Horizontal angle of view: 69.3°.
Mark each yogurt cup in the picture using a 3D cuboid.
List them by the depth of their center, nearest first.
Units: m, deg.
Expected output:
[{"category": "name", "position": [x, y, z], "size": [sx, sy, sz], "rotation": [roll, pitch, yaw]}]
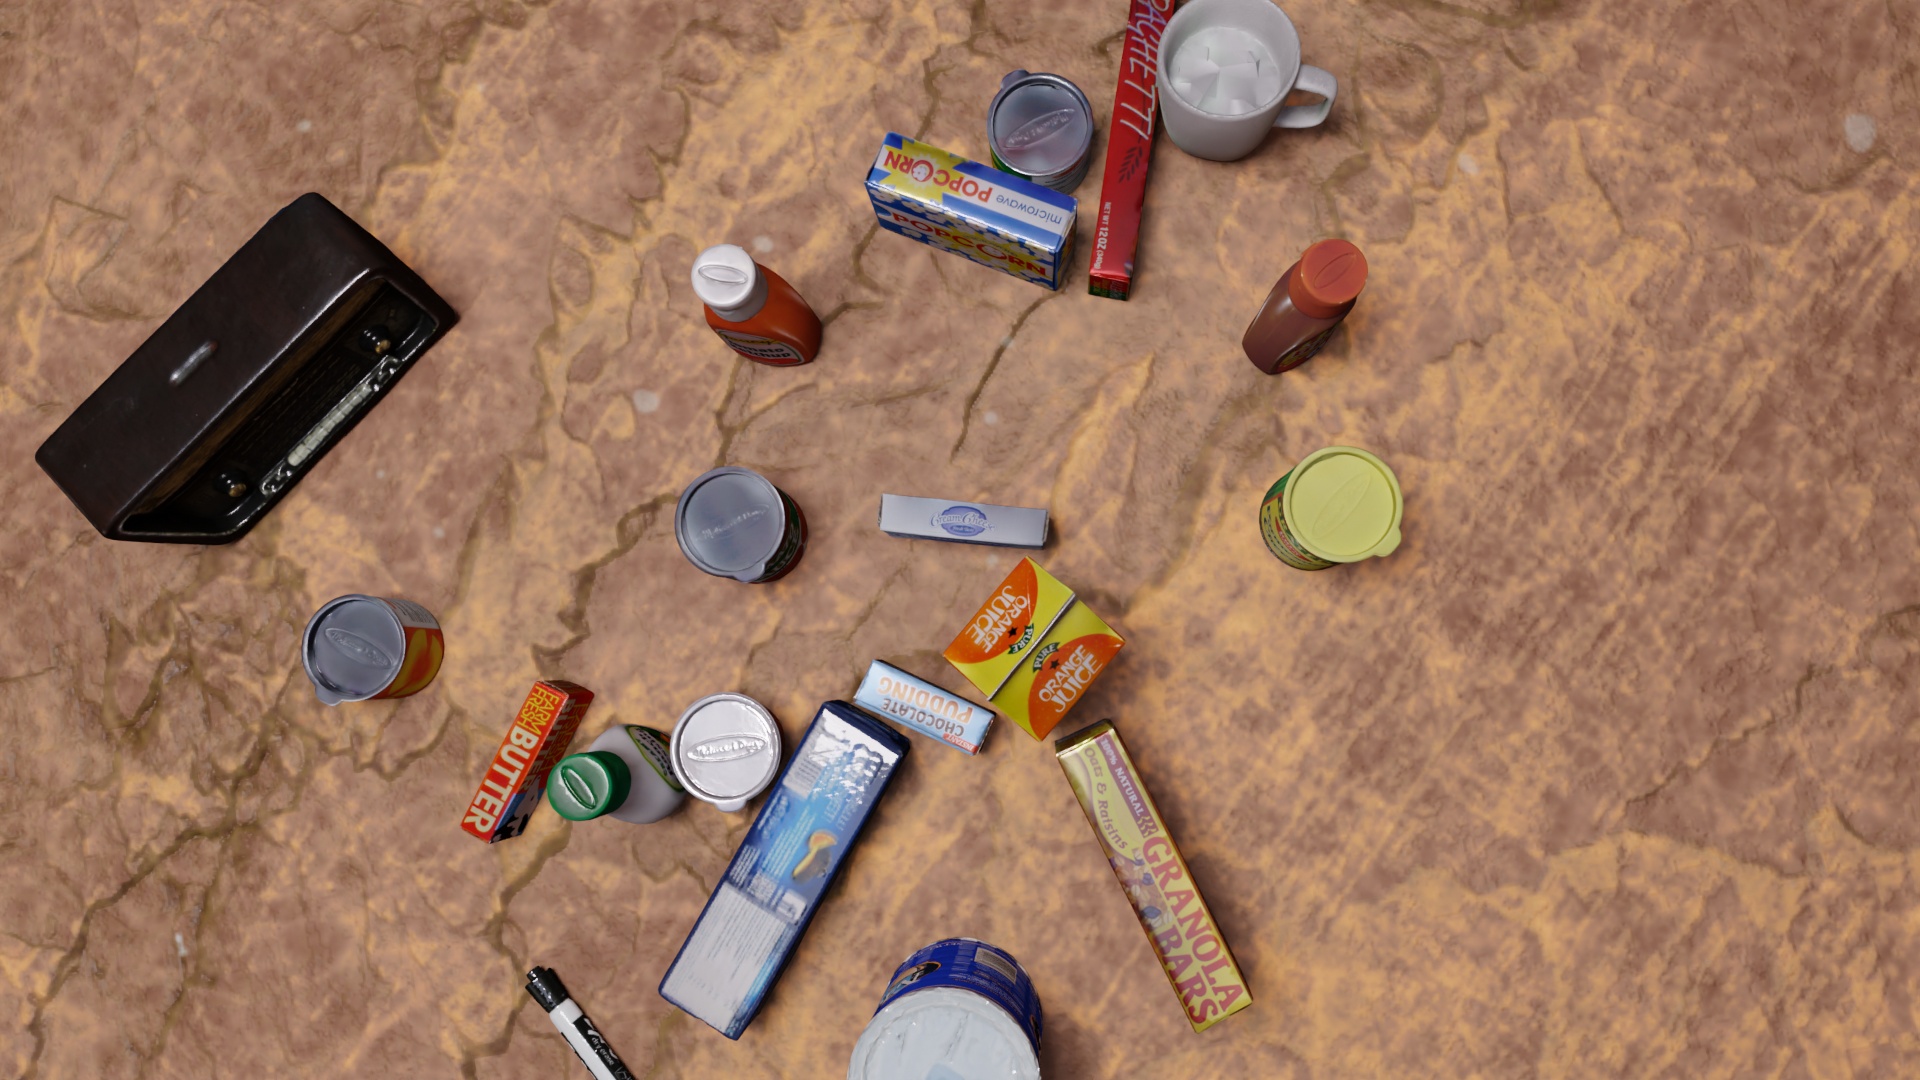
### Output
[{"category": "yogurt cup", "position": [-0.140, 0.128, 0.862], "size": [0.072, 0.054, 0.072], "rotation": [0, 85, 4]}]

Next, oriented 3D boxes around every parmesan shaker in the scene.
[{"category": "parmesan shaker", "position": [0.220, -0.014, 0.828], "size": [0.071, 0.103, 0.071], "rotation": [0, 85, 4]}]

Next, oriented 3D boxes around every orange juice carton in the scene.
[{"category": "orange juice carton", "position": [0.042, 0.061, 0.787], "size": [0.073, 0.192, 0.072], "rotation": [41, 89, 6]}]

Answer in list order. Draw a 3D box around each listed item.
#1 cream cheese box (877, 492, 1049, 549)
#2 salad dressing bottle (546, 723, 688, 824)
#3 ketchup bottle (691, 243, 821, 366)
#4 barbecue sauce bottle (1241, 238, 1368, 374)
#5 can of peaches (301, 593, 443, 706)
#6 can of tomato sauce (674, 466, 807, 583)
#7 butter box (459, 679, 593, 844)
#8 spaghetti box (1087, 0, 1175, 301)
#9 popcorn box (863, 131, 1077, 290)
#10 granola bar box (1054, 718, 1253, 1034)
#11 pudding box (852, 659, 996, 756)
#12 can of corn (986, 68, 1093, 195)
[{"category": "cream cheese box", "position": [0.003, -0.011, 0.867], "size": [0.104, 0.053, 0.024], "rotation": [6, 85, 4]}, {"category": "salad dressing bottle", "position": [-0.200, 0.140, 0.818], "size": [0.044, 0.147, 0.064], "rotation": [-39, 84, 0]}, {"category": "ketchup bottle", "position": [-0.126, -0.142, 0.840], "size": [0.065, 0.148, 0.043], "rotation": [10, 86, 5]}, {"category": "barbecue sauce bottle", "position": [0.205, -0.139, 0.819], "size": [0.065, 0.148, 0.044], "rotation": [-39, 84, 0]}, {"category": "can of peaches", "position": [-0.372, 0.070, 0.880], "size": [0.071, 0.058, 0.071], "rotation": [0, 85, 4]}, {"category": "can of tomato sauce", "position": [-0.132, -0.006, 0.860], "size": [0.071, 0.083, 0.071], "rotation": [0, 85, 4]}, {"category": "butter box", "position": [-0.270, 0.136, 0.870], "size": [0.024, 0.053, 0.103], "rotation": [27, 87, 6]}, {"category": "spaghetti box", "position": [0.113, -0.280, 0.888], "size": [0.029, 0.050, 0.250], "rotation": [9, 85, 4]}, {"category": "popcorn box", "position": [0.009, -0.204, 0.869], "size": [0.127, 0.085, 0.038], "rotation": [21, 87, 5]}, {"category": "granola bar box", "position": [0.109, 0.186, 0.805], "size": [0.039, 0.124, 0.165], "rotation": [-27, 84, 1]}, {"category": "pudding box", "position": [-0.021, 0.103, 0.859], "size": [0.084, 0.049, 0.030], "rotation": [24, 87, 6]}, {"category": "can of corn", "position": [0.050, -0.257, 0.885], "size": [0.071, 0.058, 0.071], "rotation": [0, 85, 4]}]
